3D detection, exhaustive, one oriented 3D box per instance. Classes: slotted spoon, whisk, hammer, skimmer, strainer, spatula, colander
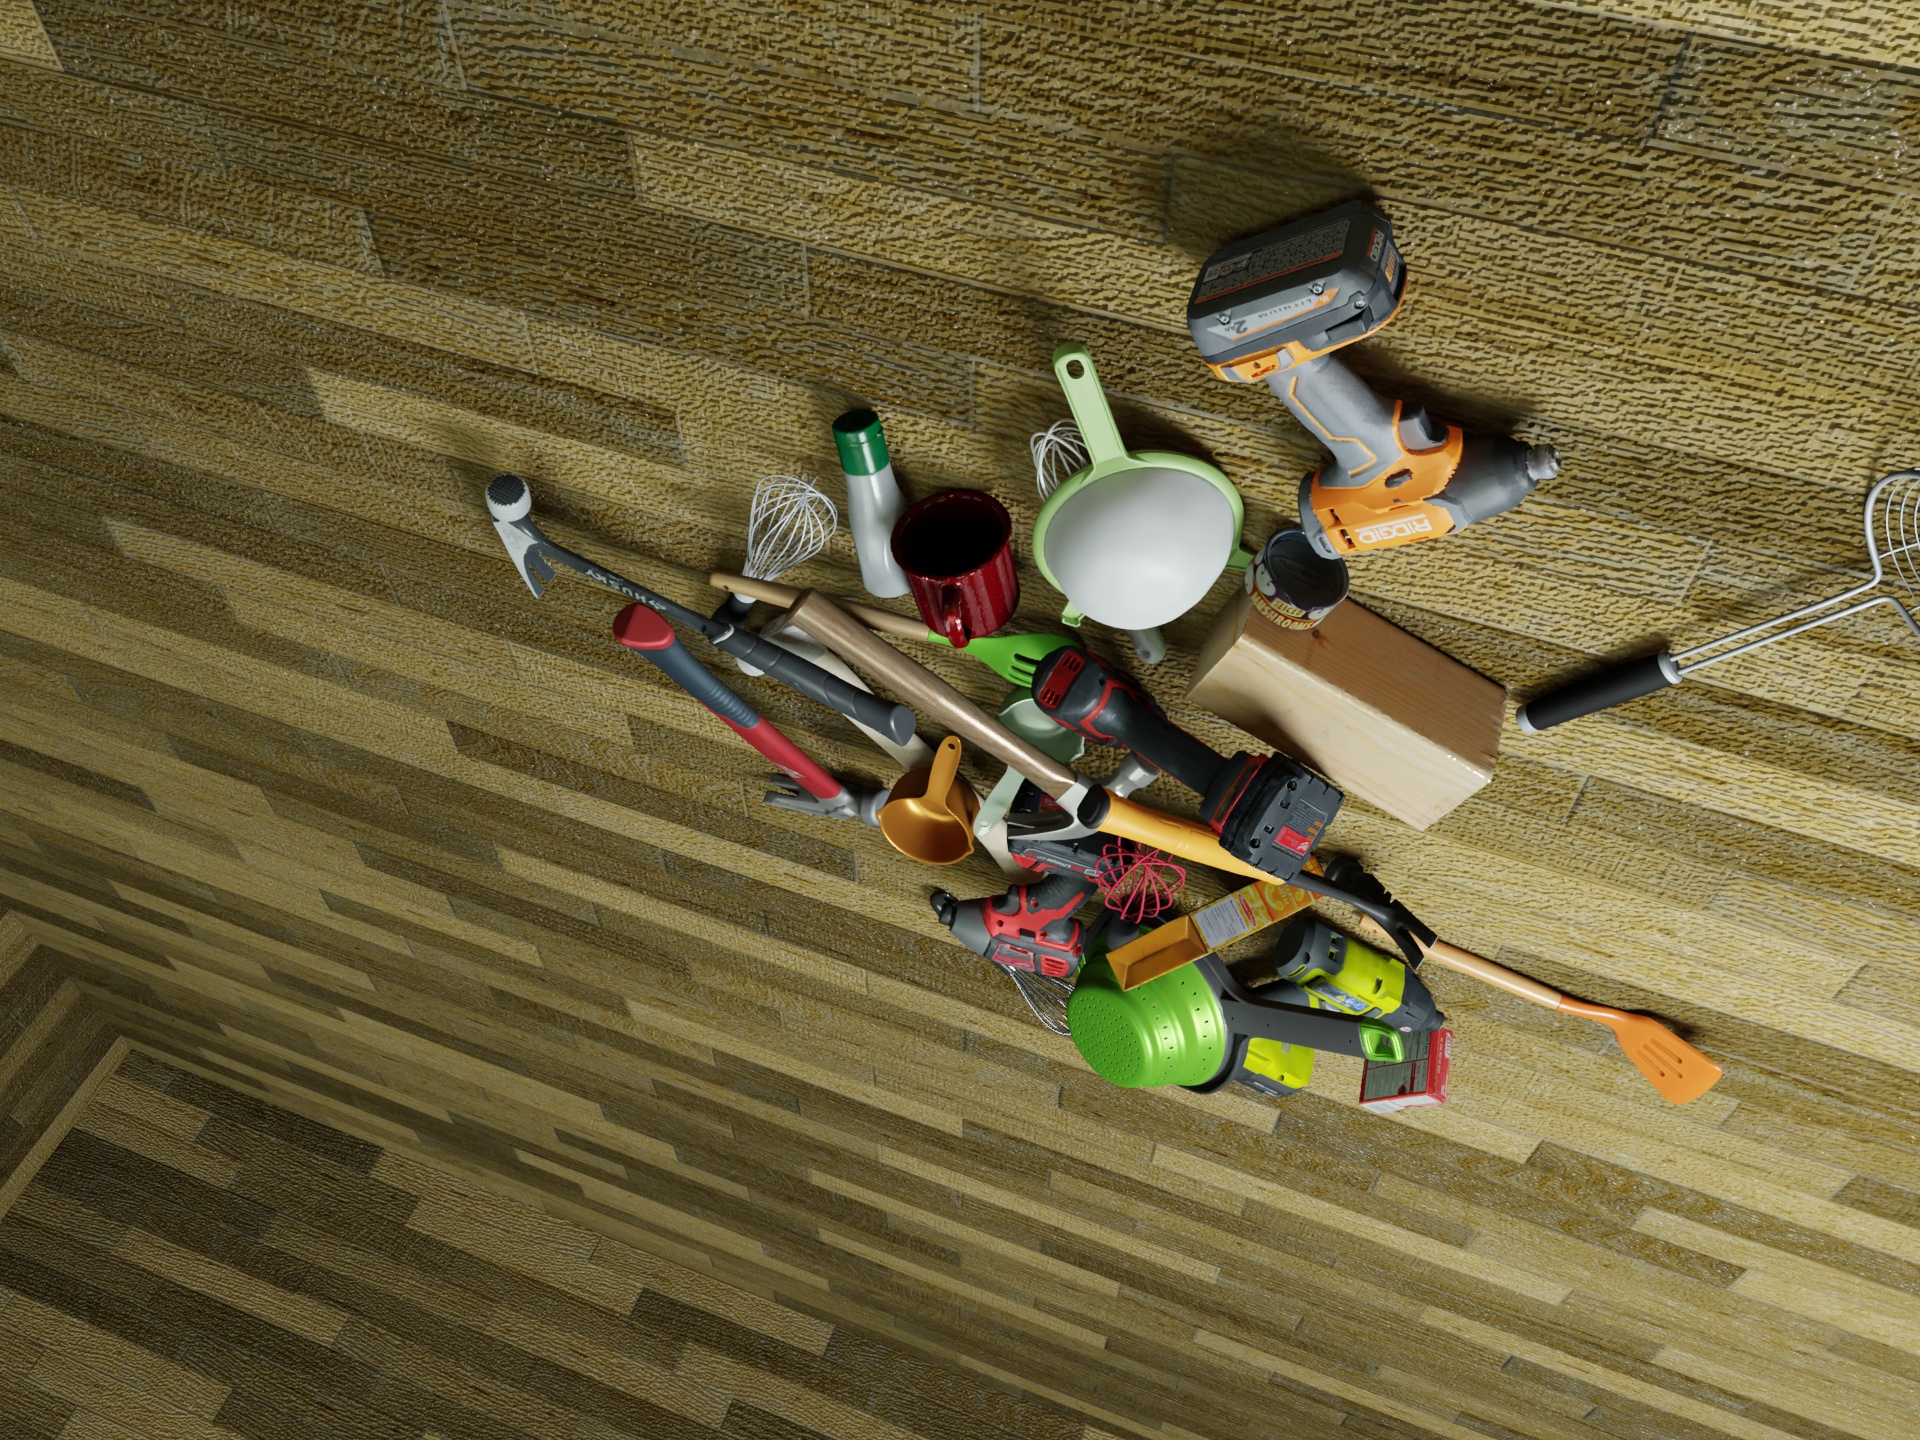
[{"bbox_3d":[-0.051,-0.077,1.296,0.313,0.031,0.070,14,145,-2],"label":"slotted spoon"},{"bbox_3d":[0.146,0.157,1.372,0.073,0.073,0.295,19,161,9],"label":"whisk"},{"bbox_3d":[-0.002,-0.004,1.309,0.331,0.031,0.130,34,121,-19],"label":"hammer"},{"bbox_3d":[0.491,-0.046,1.006,0.363,0.090,0.127,-29,86,51],"label":"skimmer"},{"bbox_3d":[0.111,-0.142,1.071,0.151,0.069,0.256,-16,141,13],"label":"strainer"},{"bbox_3d":[-0.223,-0.079,1.378,0.409,0.036,0.149,27,155,7],"label":"hammer"},{"bbox_3d":[0.504,0.246,1.407,0.322,0.041,0.081,23,145,6],"label":"spatula"},{"bbox_3d":[0.230,0.115,1.251,0.336,0.127,0.034,20,108,-32],"label":"hammer"},{"bbox_3d":[-0.171,-0.127,1.339,0.070,0.070,0.284,32,149,-9],"label":"whisk"},{"bbox_3d":[0.107,-0.125,1.177,0.058,0.059,0.246,15,150,37],"label":"whisk"},{"bbox_3d":[0.222,0.286,1.473,0.397,0.094,0.204,0,110,51],"label":"colander"},{"bbox_3d":[0.056,0.259,1.695,0.238,0.055,0.055,43,141,-14],"label":"whisk"},{"bbox_3d":[-0.204,0.001,1.435,0.143,0.038,0.385,8,158,29],"label":"hammer"},{"bbox_3d":[-0.022,0.044,1.476,0.146,0.038,0.410,-19,125,43],"label":"hammer"}]

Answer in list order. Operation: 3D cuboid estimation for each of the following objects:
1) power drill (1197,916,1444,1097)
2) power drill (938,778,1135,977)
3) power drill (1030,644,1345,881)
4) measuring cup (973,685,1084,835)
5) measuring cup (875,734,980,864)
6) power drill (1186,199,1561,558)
[{"bbox_3d":[0.335,0.281,1.524,0.171,0.080,0.223,29,142,-12],"label":"power drill"},{"bbox_3d":[0.069,0.154,1.482,0.143,0.079,0.219,17,137,-5],"label":"power drill"},{"bbox_3d":[0.174,0.029,1.211,0.227,0.080,0.187,34,-175,31],"label":"power drill"},{"bbox_3d":[0.050,0.034,1.378,0.083,0.038,0.167,22,126,-10],"label":"measuring cup"},{"bbox_3d":[-0.016,0.056,1.421,0.095,0.052,0.173,21,136,4],"label":"measuring cup"},{"bbox_3d":[0.255,-0.198,0.970,0.164,0.084,0.226,-9,136,38],"label":"power drill"}]
